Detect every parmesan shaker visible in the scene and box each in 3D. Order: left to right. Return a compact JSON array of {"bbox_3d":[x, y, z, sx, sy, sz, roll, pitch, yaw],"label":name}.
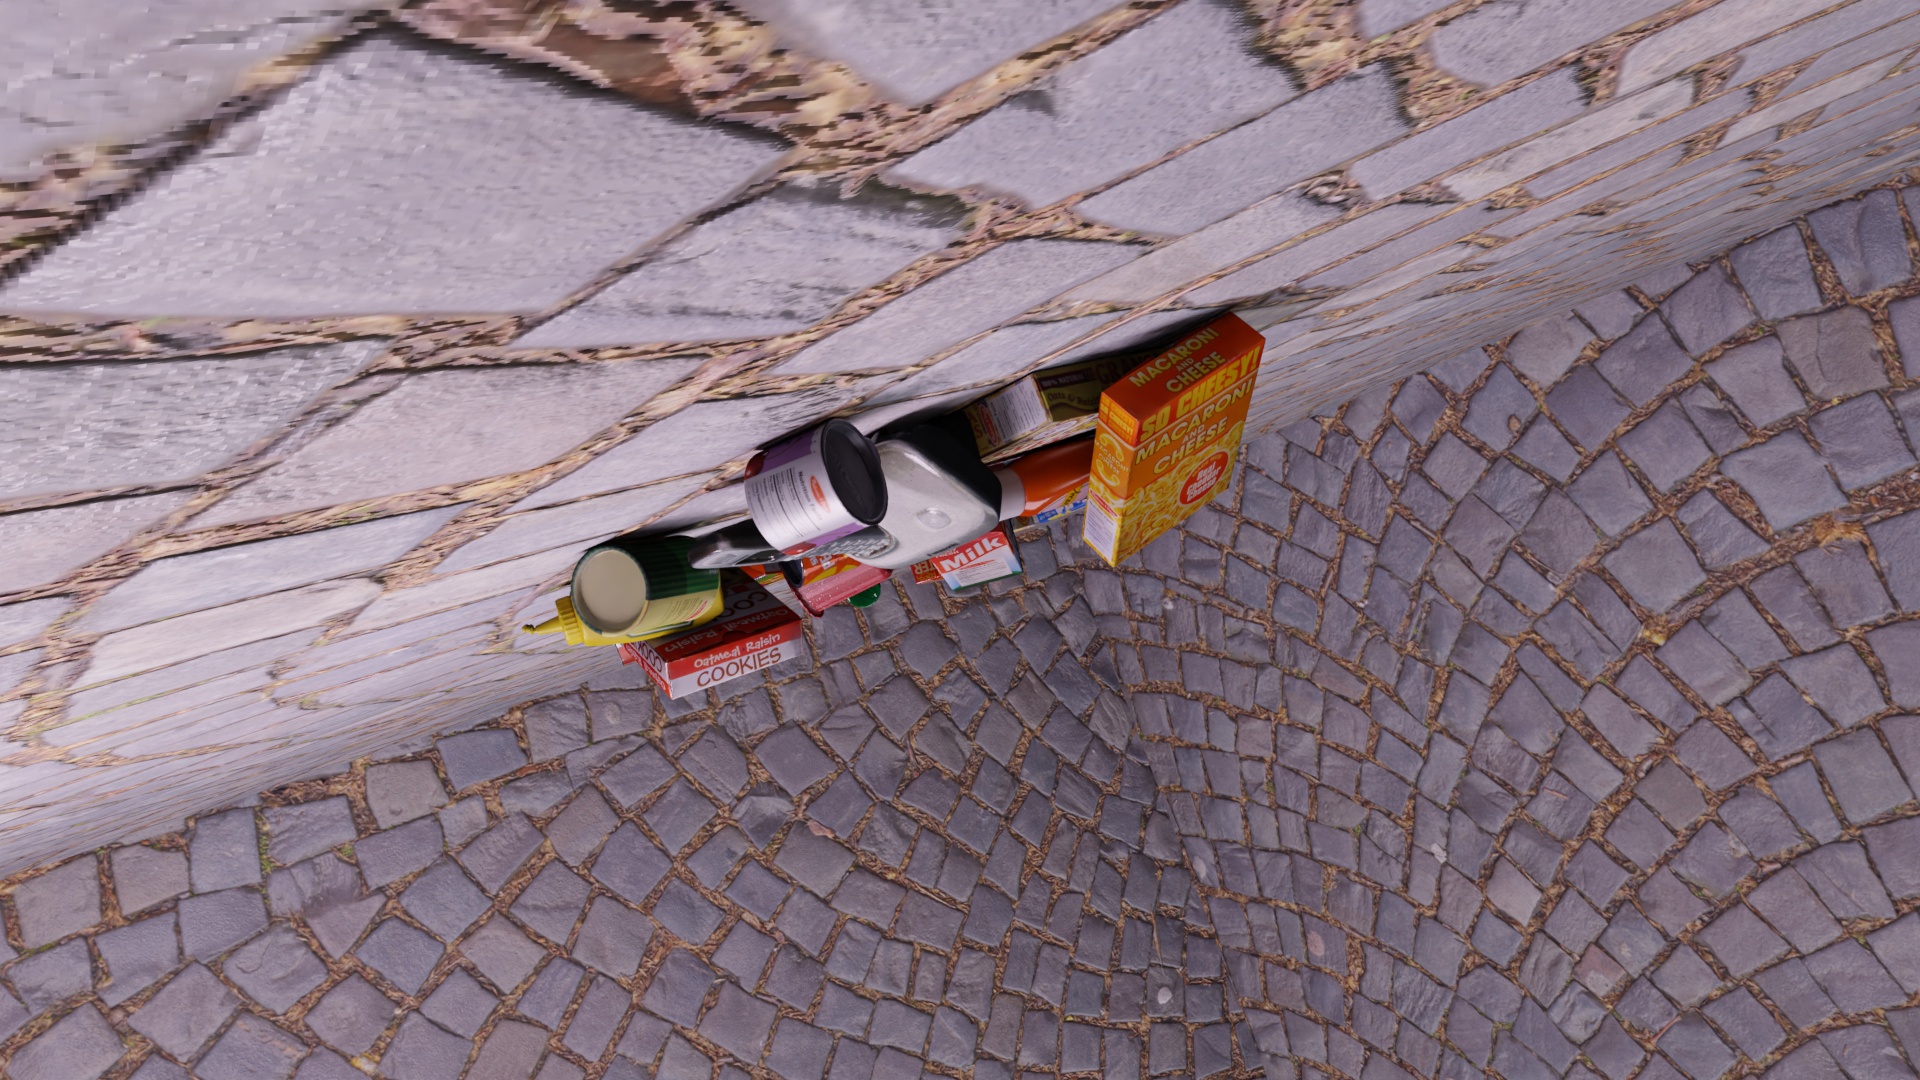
[{"bbox_3d":[-0.226,0.030,1.010,0.071,0.071,0.103,-21,176,17],"label":"parmesan shaker"}]

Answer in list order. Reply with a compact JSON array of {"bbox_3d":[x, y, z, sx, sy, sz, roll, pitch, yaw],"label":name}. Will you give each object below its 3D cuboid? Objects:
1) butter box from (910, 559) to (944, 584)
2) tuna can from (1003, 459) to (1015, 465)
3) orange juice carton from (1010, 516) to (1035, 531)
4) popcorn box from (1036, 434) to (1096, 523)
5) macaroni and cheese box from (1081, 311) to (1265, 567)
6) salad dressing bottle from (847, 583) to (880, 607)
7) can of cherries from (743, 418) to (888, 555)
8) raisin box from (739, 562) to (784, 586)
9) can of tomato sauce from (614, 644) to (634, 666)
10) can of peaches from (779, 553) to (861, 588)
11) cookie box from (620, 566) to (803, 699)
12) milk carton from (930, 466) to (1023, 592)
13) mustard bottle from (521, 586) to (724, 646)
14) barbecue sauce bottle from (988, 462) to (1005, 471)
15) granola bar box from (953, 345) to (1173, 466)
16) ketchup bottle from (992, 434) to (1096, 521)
[{"bbox_3d":[-0.013,0.026,1.434,0.053,0.024,0.103,-17,176,13],"label":"butter box"},{"bbox_3d":[0.069,-0.076,1.449,0.071,0.033,0.071,-20,177,-1],"label":"tuna can"},{"bbox_3d":[0.011,-0.030,1.517,0.073,0.072,0.193,-22,177,21],"label":"orange juice carton"},{"bbox_3d":[0.095,-0.070,1.165,0.038,0.085,0.126,-20,177,-27],"label":"popcorn box"},{"bbox_3d":[0.149,-0.070,0.994,0.124,0.040,0.165,-33,150,-22],"label":"macaroni and cheese box"},{"bbox_3d":[-0.107,0.026,1.459,0.044,0.064,0.148,-61,-164,14],"label":"salad dressing bottle"},{"bbox_3d":[-0.084,-0.031,0.815,0.058,0.071,0.071,-22,177,24],"label":"can of cherries"},{"bbox_3d":[-0.212,0.028,1.373,0.086,0.040,0.123,-22,176,13],"label":"raisin box"},{"bbox_3d":[-0.314,0.082,1.409,0.083,0.071,0.071,-20,177,-15],"label":"can of tomato sauce"},{"bbox_3d":[-0.121,0.001,1.180,0.058,0.071,0.071,-20,177,-24],"label":"can of peaches"},{"bbox_3d":[-0.229,0.069,1.211,0.123,0.040,0.168,-18,-151,-29],"label":"cookie box"},{"bbox_3d":[0.005,-0.016,1.270,0.073,0.072,0.190,-15,163,6],"label":"milk carton"},{"bbox_3d":[-0.275,0.054,1.132,0.161,0.065,0.049,-17,-152,-16],"label":"mustard bottle"},{"bbox_3d":[-0.017,-0.042,1.373,0.148,0.043,0.065,-23,180,38],"label":"barbecue sauce bottle"},{"bbox_3d":[0.069,-0.093,1.006,0.166,0.039,0.124,-17,176,-45],"label":"granola bar box"},{"bbox_3d":[0.067,-0.046,1.032,0.149,0.043,0.064,-17,166,-31],"label":"ketchup bottle"}]
